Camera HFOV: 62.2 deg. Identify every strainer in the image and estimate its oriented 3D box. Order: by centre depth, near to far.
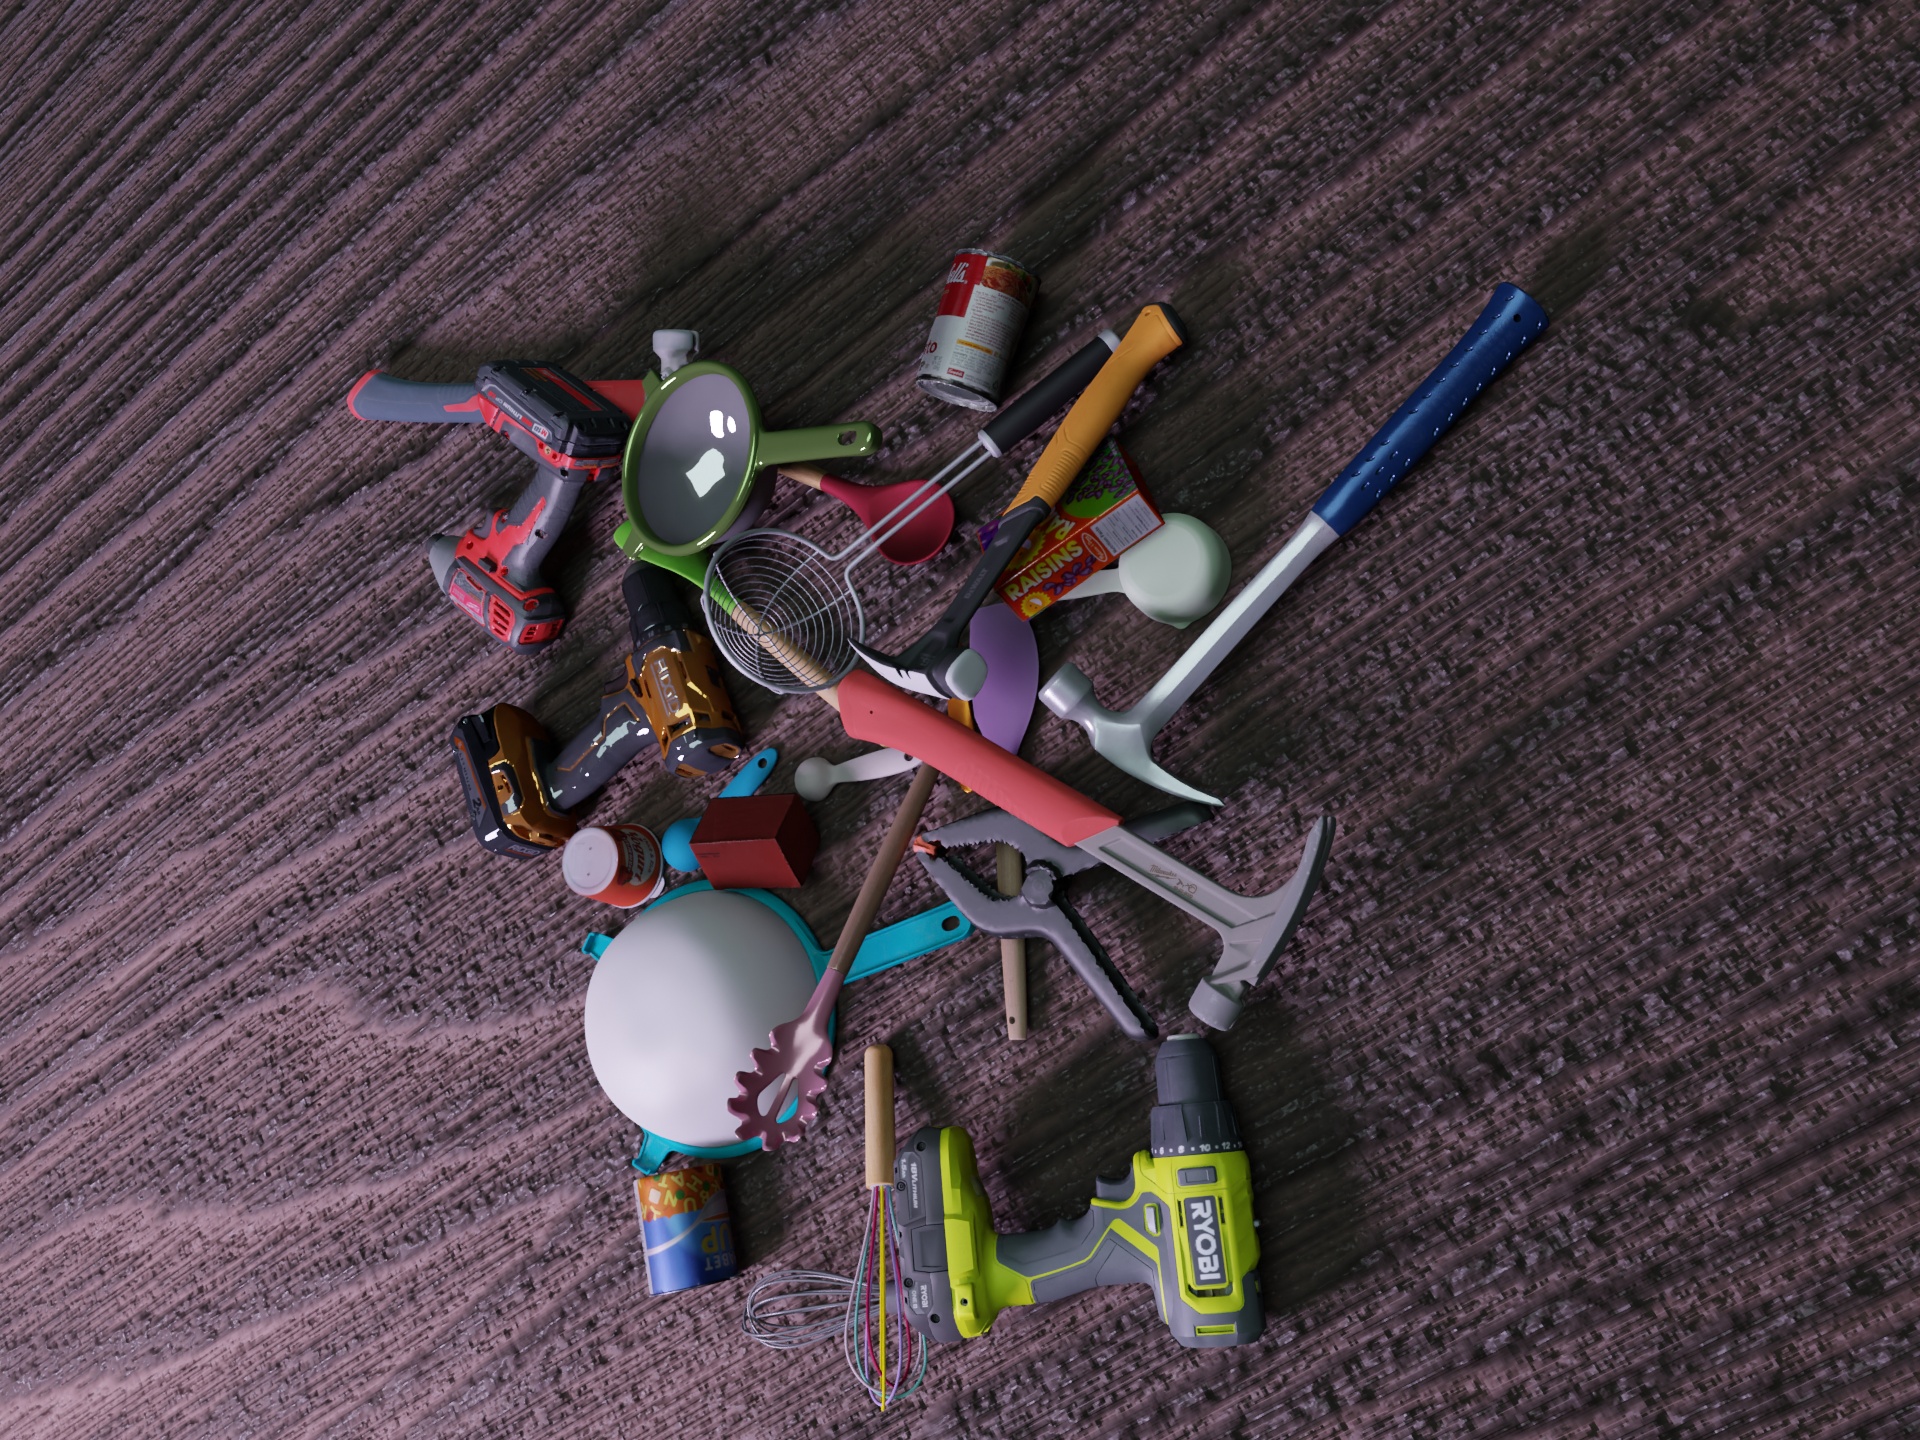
[{"bbox_3d":[-0.151,0.198,1.164,0.340,0.095,0.211,-24,72,20],"label":"strainer"},{"bbox_3d":[-0.145,-0.194,1.191,0.256,0.069,0.151,1,83,37],"label":"strainer"}]

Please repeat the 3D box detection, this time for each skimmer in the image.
[{"bbox_3d":[-0.024,-0.161,1.133,0.363,0.090,0.127,-39,95,0],"label":"skimmer"}]

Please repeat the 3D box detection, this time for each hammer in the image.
[{"bbox_3d":[0.239,-0.118,1.058,0.144,0.035,0.405,42,96,1],"label":"hammer"},{"bbox_3d":[0.064,0.049,1.058,0.359,0.036,0.149,30,98,27],"label":"hammer"},{"bbox_3d":[0.053,-0.160,1.110,0.127,0.034,0.337,16,67,52],"label":"hammer"},{"bbox_3d":[-0.381,-0.257,1.367,0.386,0.038,0.143,6,99,29],"label":"hammer"}]

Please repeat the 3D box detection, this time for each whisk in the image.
[{"bbox_3d":[-0.052,0.342,1.094,0.051,0.047,0.245,-15,58,20],"label":"whisk"},{"bbox_3d":[-0.046,0.403,1.114,0.239,0.055,0.055,-13,76,17],"label":"whisk"}]

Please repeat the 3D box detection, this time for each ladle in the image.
[{"bbox_3d":[-0.127,-0.197,1.257,0.316,0.031,0.069,27,88,27],"label":"ladle"}]

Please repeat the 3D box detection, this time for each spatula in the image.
[{"bbox_3d":[0.035,0.068,1.143,0.060,0.018,0.316,-9,77,34],"label":"spatula"}]

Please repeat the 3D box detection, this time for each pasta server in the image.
[{"bbox_3d":[-0.075,0.150,1.114,0.060,0.040,0.316,23,69,5],"label":"pasta server"}]

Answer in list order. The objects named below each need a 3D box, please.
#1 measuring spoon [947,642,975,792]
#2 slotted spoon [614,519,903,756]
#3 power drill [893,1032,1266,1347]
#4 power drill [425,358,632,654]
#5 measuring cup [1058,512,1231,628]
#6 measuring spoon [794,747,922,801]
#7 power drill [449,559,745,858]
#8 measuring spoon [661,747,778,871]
[{"bbox_3d":[-0.002,-0.004,1.175,0.021,0.011,0.117,-13,77,22],"label":"measuring spoon"},{"bbox_3d":[-0.154,-0.072,1.238,0.314,0.070,0.031,40,125,19],"label":"slotted spoon"},{"bbox_3d":[0.078,0.311,1.039,0.228,0.080,0.191,-8,74,11],"label":"power drill"},{"bbox_3d":[-0.366,-0.178,1.308,0.143,0.078,0.219,37,116,20],"label":"power drill"},{"bbox_3d":[0.106,-0.104,1.128,0.167,0.038,0.083,-5,79,21],"label":"measuring cup"},{"bbox_3d":[-0.078,0.035,1.189,0.124,0.018,0.034,-14,73,33],"label":"measuring spoon"},{"bbox_3d":[-0.295,-0.010,1.274,0.226,0.084,0.185,-28,68,14],"label":"power drill"},{"bbox_3d":[-0.190,0.067,1.243,0.128,0.021,0.042,-46,67,12],"label":"measuring spoon"}]
